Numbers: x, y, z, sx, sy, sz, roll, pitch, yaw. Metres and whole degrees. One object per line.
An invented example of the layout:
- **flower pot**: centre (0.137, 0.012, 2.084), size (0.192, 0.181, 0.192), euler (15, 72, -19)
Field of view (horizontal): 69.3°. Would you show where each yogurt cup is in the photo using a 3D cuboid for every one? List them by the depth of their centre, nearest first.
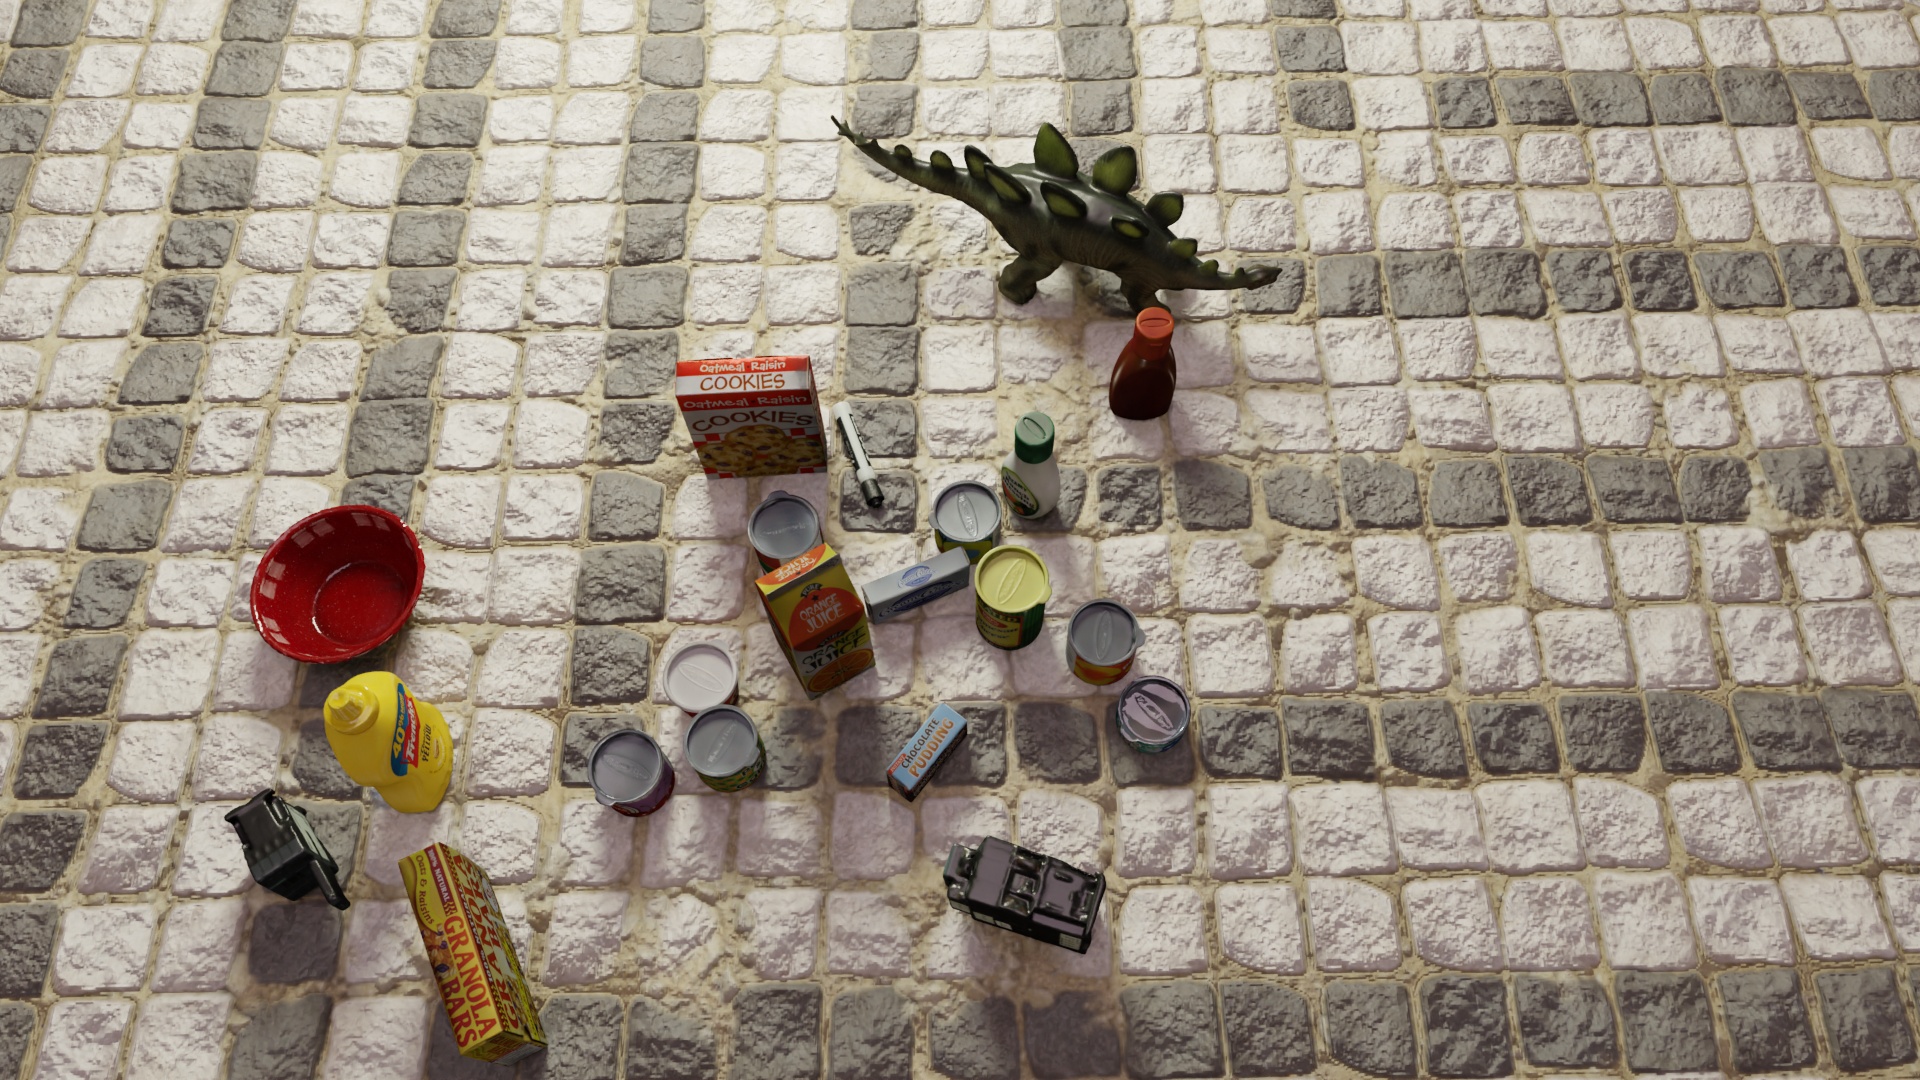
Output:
- **yogurt cup**: centre (-0.234, 0.132, 1.273), size (0.072, 0.053, 0.072), euler (0, 65, 1)

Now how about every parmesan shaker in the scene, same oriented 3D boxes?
- **parmesan shaker**: centre (0.048, 0.056, 1.280), size (0.071, 0.102, 0.071), euler (0, 65, 1)

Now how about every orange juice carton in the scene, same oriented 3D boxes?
- **orange juice carton**: centre (-0.128, 0.067, 1.227), size (0.072, 0.192, 0.073), euler (-28, 68, -12)

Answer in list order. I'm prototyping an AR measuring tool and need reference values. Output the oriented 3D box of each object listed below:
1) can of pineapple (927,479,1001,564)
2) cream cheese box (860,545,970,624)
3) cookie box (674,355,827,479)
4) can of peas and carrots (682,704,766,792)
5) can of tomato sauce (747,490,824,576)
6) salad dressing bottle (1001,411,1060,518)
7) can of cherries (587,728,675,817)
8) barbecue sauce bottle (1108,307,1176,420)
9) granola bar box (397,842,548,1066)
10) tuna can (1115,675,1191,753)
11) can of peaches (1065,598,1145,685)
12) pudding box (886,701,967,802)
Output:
- **can of pineapple**: centre (0.005, -0.017, 1.339), size (0.071, 0.057, 0.071), euler (0, 65, 1)
- **cream cheese box**: centre (-0.041, 0.043, 1.314), size (0.104, 0.053, 0.024), euler (-22, 67, -9)
- **cookie box**: centre (-0.196, -0.117, 1.327), size (0.123, 0.166, 0.040), euler (-3, 65, -1)
- **can of peas and carrots**: centre (-0.208, 0.188, 1.244), size (0.071, 0.058, 0.071), euler (0, 65, 1)
- **can of tomato sauce**: centre (-0.163, 0.002, 1.318), size (0.071, 0.082, 0.071), euler (0, 65, 1)
- **salad dressing bottle**: centre (0.068, -0.071, 1.315), size (0.044, 0.147, 0.064), euler (-38, 70, -15)
- **can of cherries**: centre (-0.294, 0.209, 1.235), size (0.071, 0.058, 0.072), euler (0, 65, 1)
- **barbecue sauce bottle**: centre (0.182, -0.172, 1.360), size (0.065, 0.148, 0.044), euler (-1, 65, 0)
- **granola bar box**: centre (-0.398, 0.340, 1.138), size (0.039, 0.123, 0.166), euler (-25, 67, -10)
- **tuna can**: centre (0.173, 0.161, 1.268), size (0.071, 0.032, 0.071), euler (0, 65, 0)
- **can of peaches**: centre (0.133, 0.095, 1.285), size (0.071, 0.057, 0.071), euler (0, 65, 1)
- **pudding box**: centre (-0.030, 0.190, 1.247), size (0.030, 0.049, 0.084), euler (36, 70, 16)
